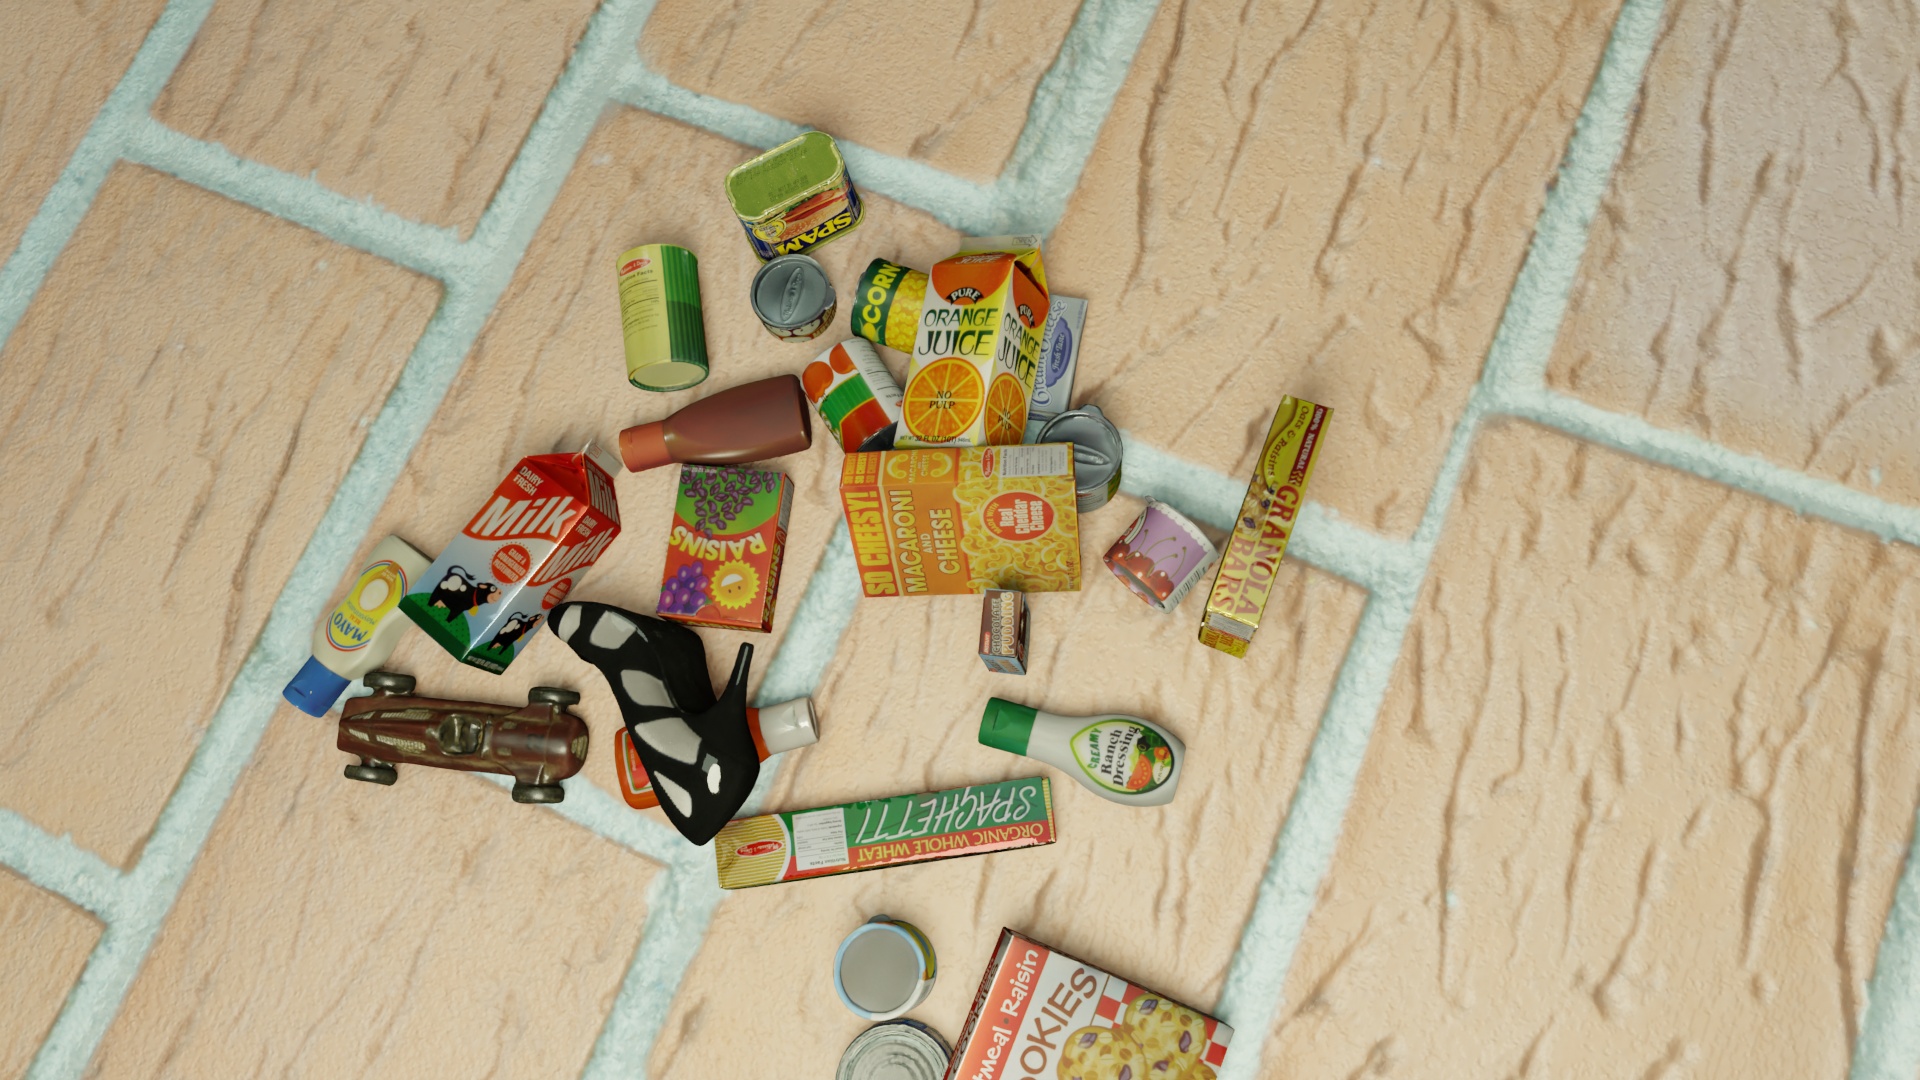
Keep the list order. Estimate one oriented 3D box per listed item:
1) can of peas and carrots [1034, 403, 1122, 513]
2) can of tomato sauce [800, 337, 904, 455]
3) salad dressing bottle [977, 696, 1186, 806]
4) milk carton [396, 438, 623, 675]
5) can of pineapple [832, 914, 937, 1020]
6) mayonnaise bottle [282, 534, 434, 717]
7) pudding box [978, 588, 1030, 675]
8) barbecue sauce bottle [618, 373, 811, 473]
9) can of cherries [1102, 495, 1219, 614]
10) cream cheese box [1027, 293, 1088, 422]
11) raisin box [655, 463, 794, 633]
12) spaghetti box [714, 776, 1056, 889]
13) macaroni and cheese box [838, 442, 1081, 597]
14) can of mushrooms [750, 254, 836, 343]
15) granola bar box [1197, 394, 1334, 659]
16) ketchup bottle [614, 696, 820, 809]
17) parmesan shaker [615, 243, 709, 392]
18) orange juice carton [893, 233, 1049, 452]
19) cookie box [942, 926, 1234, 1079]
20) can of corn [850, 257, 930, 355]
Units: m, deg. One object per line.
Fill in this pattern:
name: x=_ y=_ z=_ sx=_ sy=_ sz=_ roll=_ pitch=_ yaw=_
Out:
can of peas and carrots: x=0.091 y=-0.062 z=1.062 sx=0.071 sy=0.058 sz=0.071 roll=-2 pitch=74 yaw=6
can of tomato sauce: x=-0.079 y=-0.106 z=1.089 sx=0.071 sy=0.071 sz=0.083 roll=-33 pitch=73 yaw=-3
salad dressing bottle: x=0.088 y=0.151 z=1.012 sx=0.148 sy=0.044 sz=0.064 roll=14 pitch=76 yaw=10
milk carton: x=-0.336 y=0.005 z=1.083 sx=0.073 sy=0.072 sz=0.191 roll=36 pitch=81 yaw=14
can of pineapple: x=-0.054 y=0.301 z=0.980 sx=0.071 sy=0.057 sz=0.071 roll=-2 pitch=75 yaw=6
mayonnaise bottle: x=-0.471 y=0.070 z=1.096 sx=0.065 sy=0.041 sz=0.148 roll=34 pitch=80 yaw=13
pudding box: x=0.033 y=0.068 z=1.020 sx=0.030 sy=0.083 sz=0.050 roll=4 pitch=76 yaw=8
barbecue sauce bottle: x=-0.196 y=-0.088 z=1.108 sx=0.148 sy=0.043 sz=0.065 roll=-13 pitch=63 yaw=3
can of cherries: x=0.147 y=0.011 z=1.033 sx=0.071 sy=0.071 sz=0.058 roll=40 pitch=84 yaw=14
cream cheese box: x=0.067 y=-0.146 z=1.105 sx=0.053 sy=0.024 sz=0.104 roll=9 pitch=76 yaw=10
raisin box: x=-0.182 y=0.007 z=1.083 sx=0.086 sy=0.040 sz=0.123 roll=6 pitch=76 yaw=7
spaghetti box: x=-0.055 y=0.215 z=1.018 sx=0.250 sy=0.028 sz=0.050 roll=-9 pitch=74 yaw=4
macaroni and cheese box: x=0.004 y=-0.013 z=1.026 sx=0.166 sy=0.123 sz=0.040 roll=-2 pitch=46 yaw=6
can of mushrooms: x=-0.134 y=-0.197 z=1.136 sx=0.071 sy=0.033 sz=0.071 roll=-2 pitch=74 yaw=6
granola bar box: x=0.217 y=-0.007 z=0.999 sx=0.039 sy=0.124 sz=0.166 roll=20 pitch=78 yaw=11
ketchup bottle: x=-0.181 y=0.153 z=1.041 sx=0.149 sy=0.043 sz=0.065 roll=-15 pitch=65 yaw=1
parmesan shaker: x=-0.243 y=-0.179 z=1.128 sx=0.071 sy=0.071 sz=0.103 roll=-10 pitch=75 yaw=4
orange juice carton: x=0.014 y=-0.148 z=1.065 sx=0.072 sy=0.073 sz=0.193 roll=4 pitch=75 yaw=29
cookie box: x=0.084 y=0.354 z=0.942 sx=0.167 sy=0.040 sz=0.123 roll=24 pitch=79 yaw=-2
can of corn: x=-0.048 y=-0.186 z=1.105 sx=0.058 sy=0.071 sz=0.071 roll=20 pitch=78 yaw=10
